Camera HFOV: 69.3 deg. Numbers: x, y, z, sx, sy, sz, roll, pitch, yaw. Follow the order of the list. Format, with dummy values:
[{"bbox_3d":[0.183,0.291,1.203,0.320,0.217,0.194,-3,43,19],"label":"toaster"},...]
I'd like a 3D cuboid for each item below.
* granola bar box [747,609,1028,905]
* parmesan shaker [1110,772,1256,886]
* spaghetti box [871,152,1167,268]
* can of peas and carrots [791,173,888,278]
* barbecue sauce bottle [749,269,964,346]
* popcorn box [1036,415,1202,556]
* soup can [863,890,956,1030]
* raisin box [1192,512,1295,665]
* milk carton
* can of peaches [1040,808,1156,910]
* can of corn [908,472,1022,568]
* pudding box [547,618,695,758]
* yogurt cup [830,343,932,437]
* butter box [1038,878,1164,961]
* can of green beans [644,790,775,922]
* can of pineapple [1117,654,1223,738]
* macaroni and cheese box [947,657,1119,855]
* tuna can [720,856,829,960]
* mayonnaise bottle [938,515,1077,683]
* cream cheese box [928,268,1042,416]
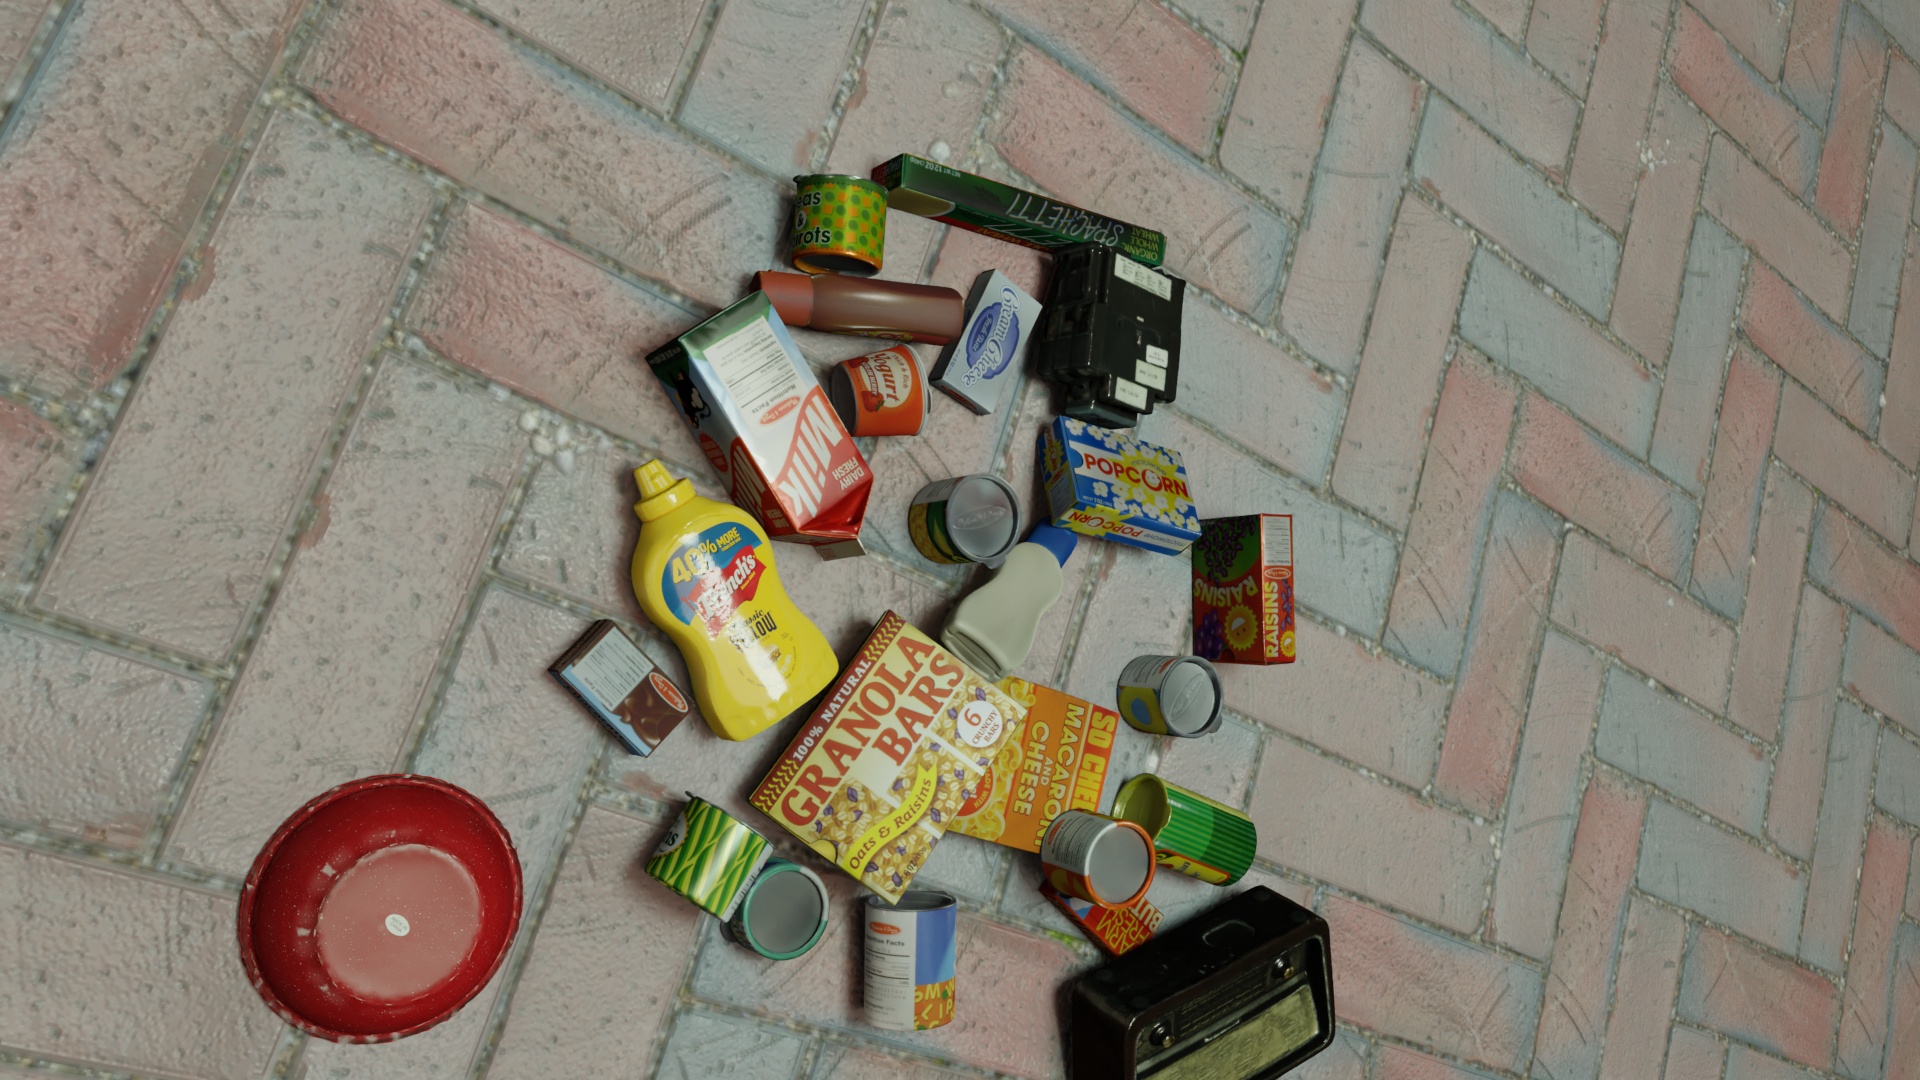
[{"bbox_3d":[-0.050,0.150,0.972,0.124,0.039,0.166,36,76,-2],"label":"granola bar box"},{"bbox_3d":[0.183,0.236,1.123,0.103,0.071,0.071,26,74,-27],"label":"parmesan shaker"},{"bbox_3d":[0.051,-0.252,1.088,0.250,0.050,0.028,9,85,-31],"label":"spaghetti box"},{"bbox_3d":[-0.088,-0.224,0.992,0.071,0.071,0.059,7,84,-31],"label":"can of peas and carrots"},{"bbox_3d":[-0.076,-0.169,1.001,0.149,0.065,0.043,3,98,-22],"label":"barbecue sauce bottle"},{"bbox_3d":[0.127,-0.042,1.107,0.127,0.038,0.085,14,51,-30],"label":"popcorn box"},{"bbox_3d":[-0.034,0.298,0.992,0.071,0.071,0.084,2,87,-31],"label":"soup can"},{"bbox_3d":[0.236,0.041,1.160,0.040,0.086,0.123,2,86,-33],"label":"raisin box"},{"bbox_3d":[-0.127,-0.067,0.956,0.074,0.072,0.190,-38,105,-27],"label":"milk carton"},{"bbox_3d":[0.105,0.238,1.036,0.071,0.058,0.071,1,88,-30],"label":"can of peaches"},{"bbox_3d":[0.004,-0.013,1.039,0.071,0.058,0.071,2,86,-31],"label":"can of corn"},{"bbox_3d":[-0.222,0.097,0.911,0.083,0.030,0.050,50,64,-19],"label":"pudding box"},{"bbox_3d":[-0.060,-0.105,1.005,0.054,0.072,0.072,-11,93,-23],"label":"yogurt cup"},{"bbox_3d":[0.113,0.289,1.105,0.103,0.024,0.053,47,66,-20],"label":"butter box"},{"bbox_3d":[-0.166,0.210,0.917,0.071,0.071,0.058,41,68,-23],"label":"can of green beans"},{"bbox_3d":[0.171,0.128,1.131,0.071,0.058,0.071,2,86,-31],"label":"can of pineapple"},{"bbox_3d":[0.033,0.167,1.055,0.166,0.040,0.124,21,77,-28],"label":"macaroni and cheese box"},{"bbox_3d":[-0.128,0.255,0.956,0.071,0.033,0.071,2,85,-31],"label":"tuna can"},{"bbox_3d":[0.043,0.038,1.048,0.065,0.041,0.149,42,48,-5],"label":"mayonnaise bottle"},{"bbox_3d":[0.020,-0.153,1.078,0.053,0.024,0.104,33,71,-27],"label":"cream cheese box"}]
